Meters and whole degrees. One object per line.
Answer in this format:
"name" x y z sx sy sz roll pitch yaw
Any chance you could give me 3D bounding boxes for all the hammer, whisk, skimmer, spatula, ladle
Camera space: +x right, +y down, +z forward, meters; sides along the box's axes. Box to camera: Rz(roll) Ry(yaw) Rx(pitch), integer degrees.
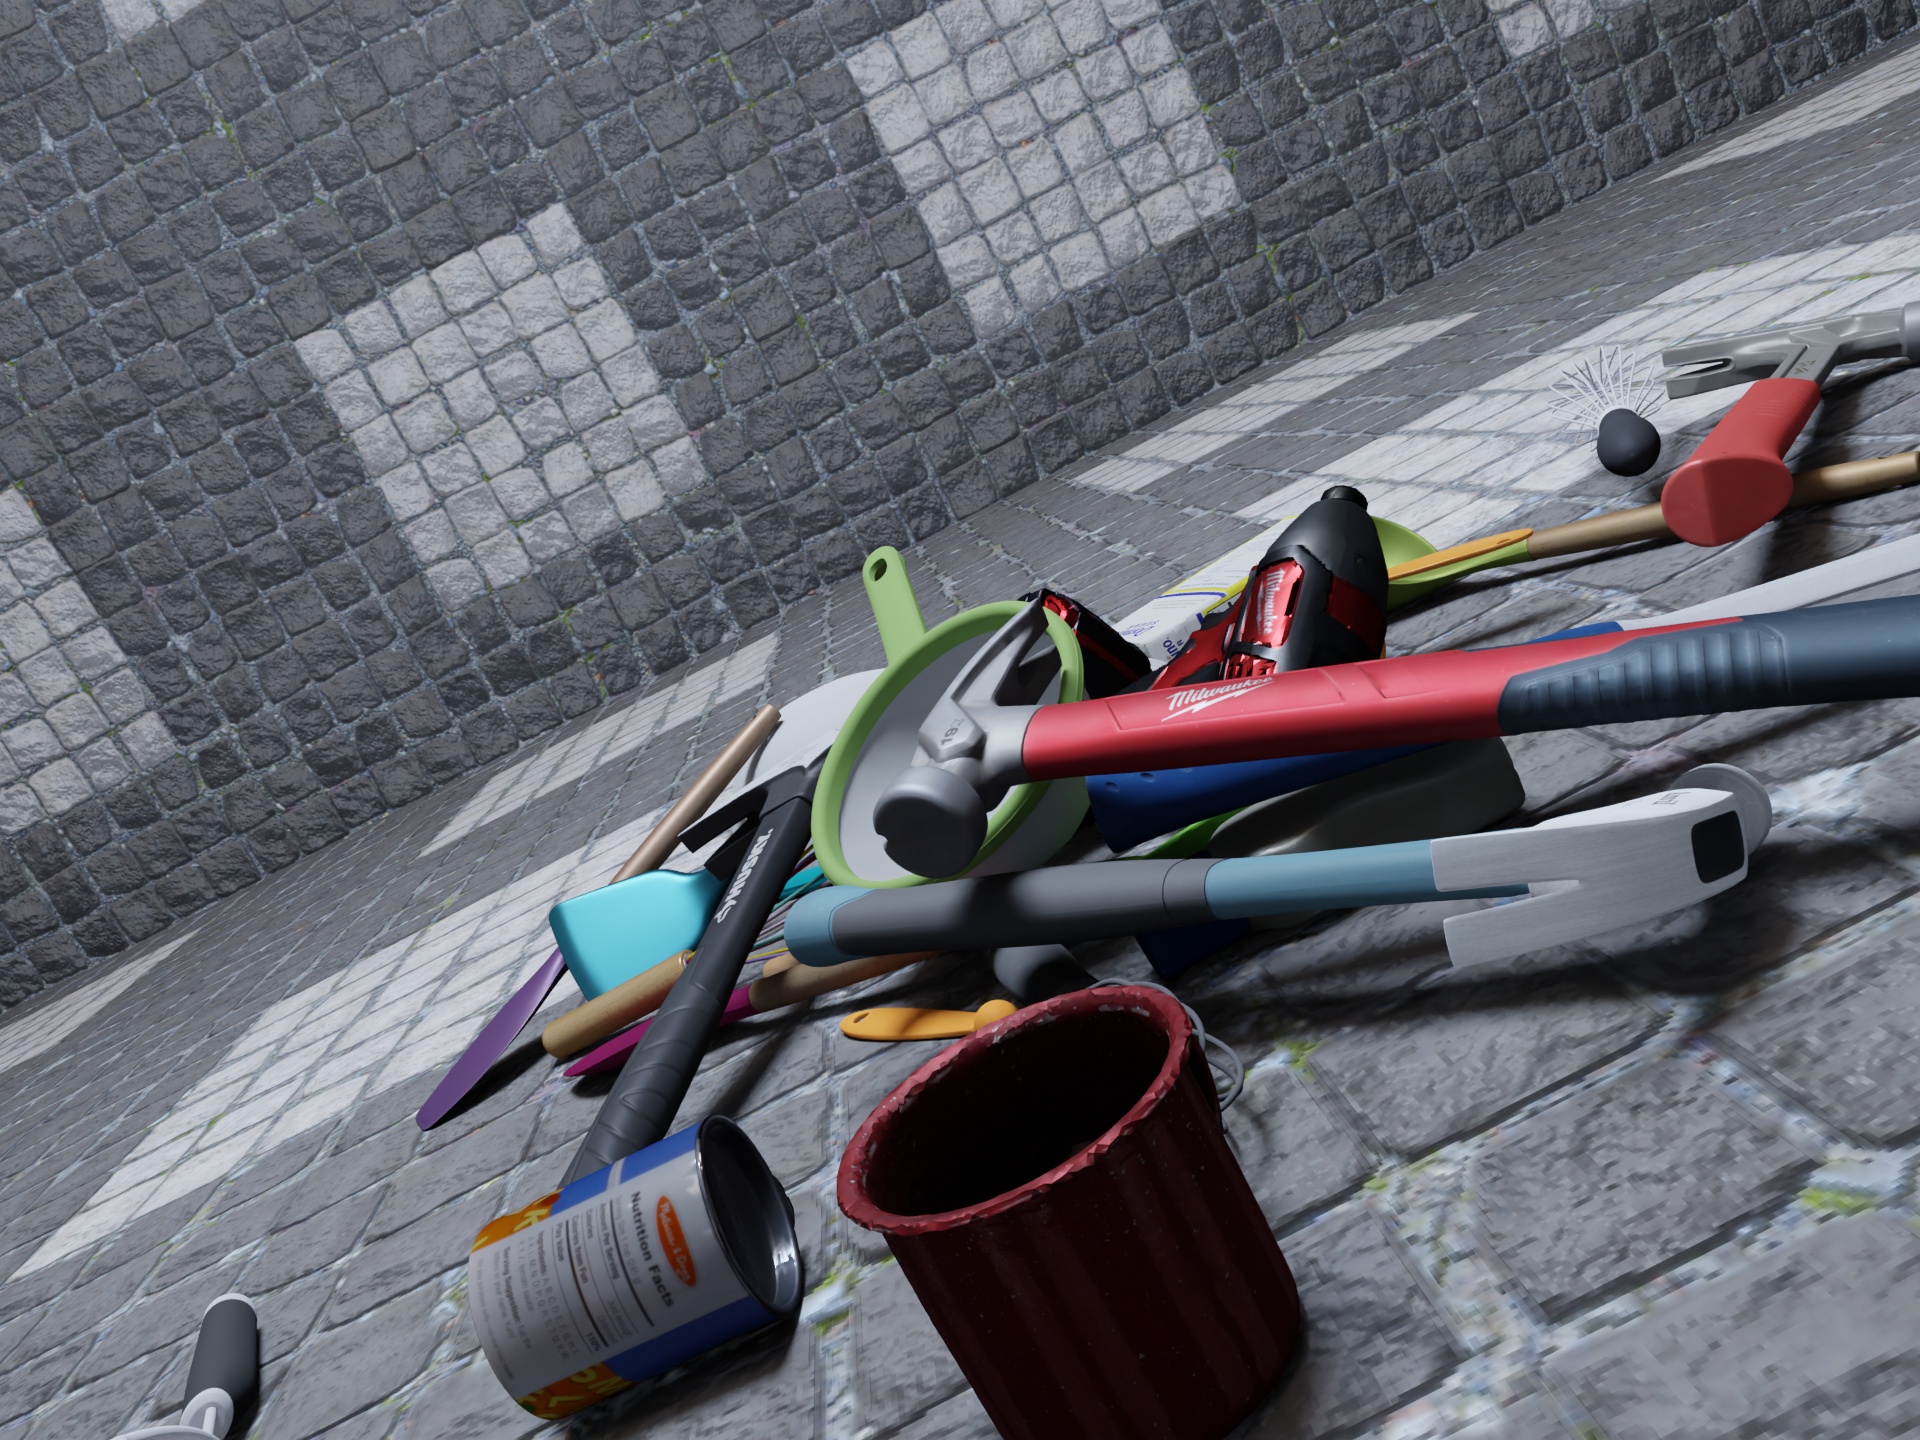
"hammer" 0.387 -0.150 0.777 0.149 0.036 0.359 -5 18 38
"hammer" 0.076 0.057 0.523 0.331 0.033 0.128 -11 0 36
"whisk" -0.126 0.118 0.839 0.245 0.047 0.051 -29 36 18
"hammer" 0.239 -0.027 0.541 0.405 0.035 0.144 -19 24 13
"skimmer" -0.284 0.247 0.531 0.127 0.090 0.363 -63 18 -11
"spatula" -0.095 0.043 0.885 0.317 0.082 0.044 -42 -28 11
"whisk" 0.374 -0.172 0.904 0.070 0.070 0.284 -22 9 24
"hammer" -0.115 0.116 0.706 0.146 0.035 0.335 -29 21 30
"spatula" -0.207 0.110 0.937 0.316 0.018 0.060 -52 20 -20
"ladle" 0.316 -0.106 0.819 0.078 0.062 0.320 -26 11 -40
"whisk" 0.040 0.103 0.556 0.055 0.055 0.239 -29 7 -8
"hammer" 0.163 -0.017 0.499 0.386 0.038 0.143 -7 29 29

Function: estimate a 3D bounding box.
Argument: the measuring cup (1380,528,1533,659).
"measuring cup" 0.210 -0.047 0.805 0.173 0.052 0.095 -19 14 29

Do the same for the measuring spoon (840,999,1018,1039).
"measuring spoon" -0.017 0.124 0.665 0.021 0.011 0.117 -36 14 -37

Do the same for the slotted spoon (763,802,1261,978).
"slotted spoon" 0.020 0.083 0.722 0.314 0.031 0.070 -22 -11 36

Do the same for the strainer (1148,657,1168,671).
"strainer" 0.114 0.002 0.844 0.087 0.050 0.258 -28 15 -5

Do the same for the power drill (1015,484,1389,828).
"power drill" 0.104 -0.027 0.748 0.220 0.078 0.143 -17 45 52

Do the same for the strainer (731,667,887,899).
"strainer" -0.058 0.029 0.965 0.211 0.095 0.340 -29 10 -8

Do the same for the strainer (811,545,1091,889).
"strainer" -0.001 -0.002 0.742 0.151 0.069 0.257 -41 32 14

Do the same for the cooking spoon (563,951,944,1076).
"cooking spoon" -0.076 0.124 0.744 0.319 0.017 0.069 -25 4 34
